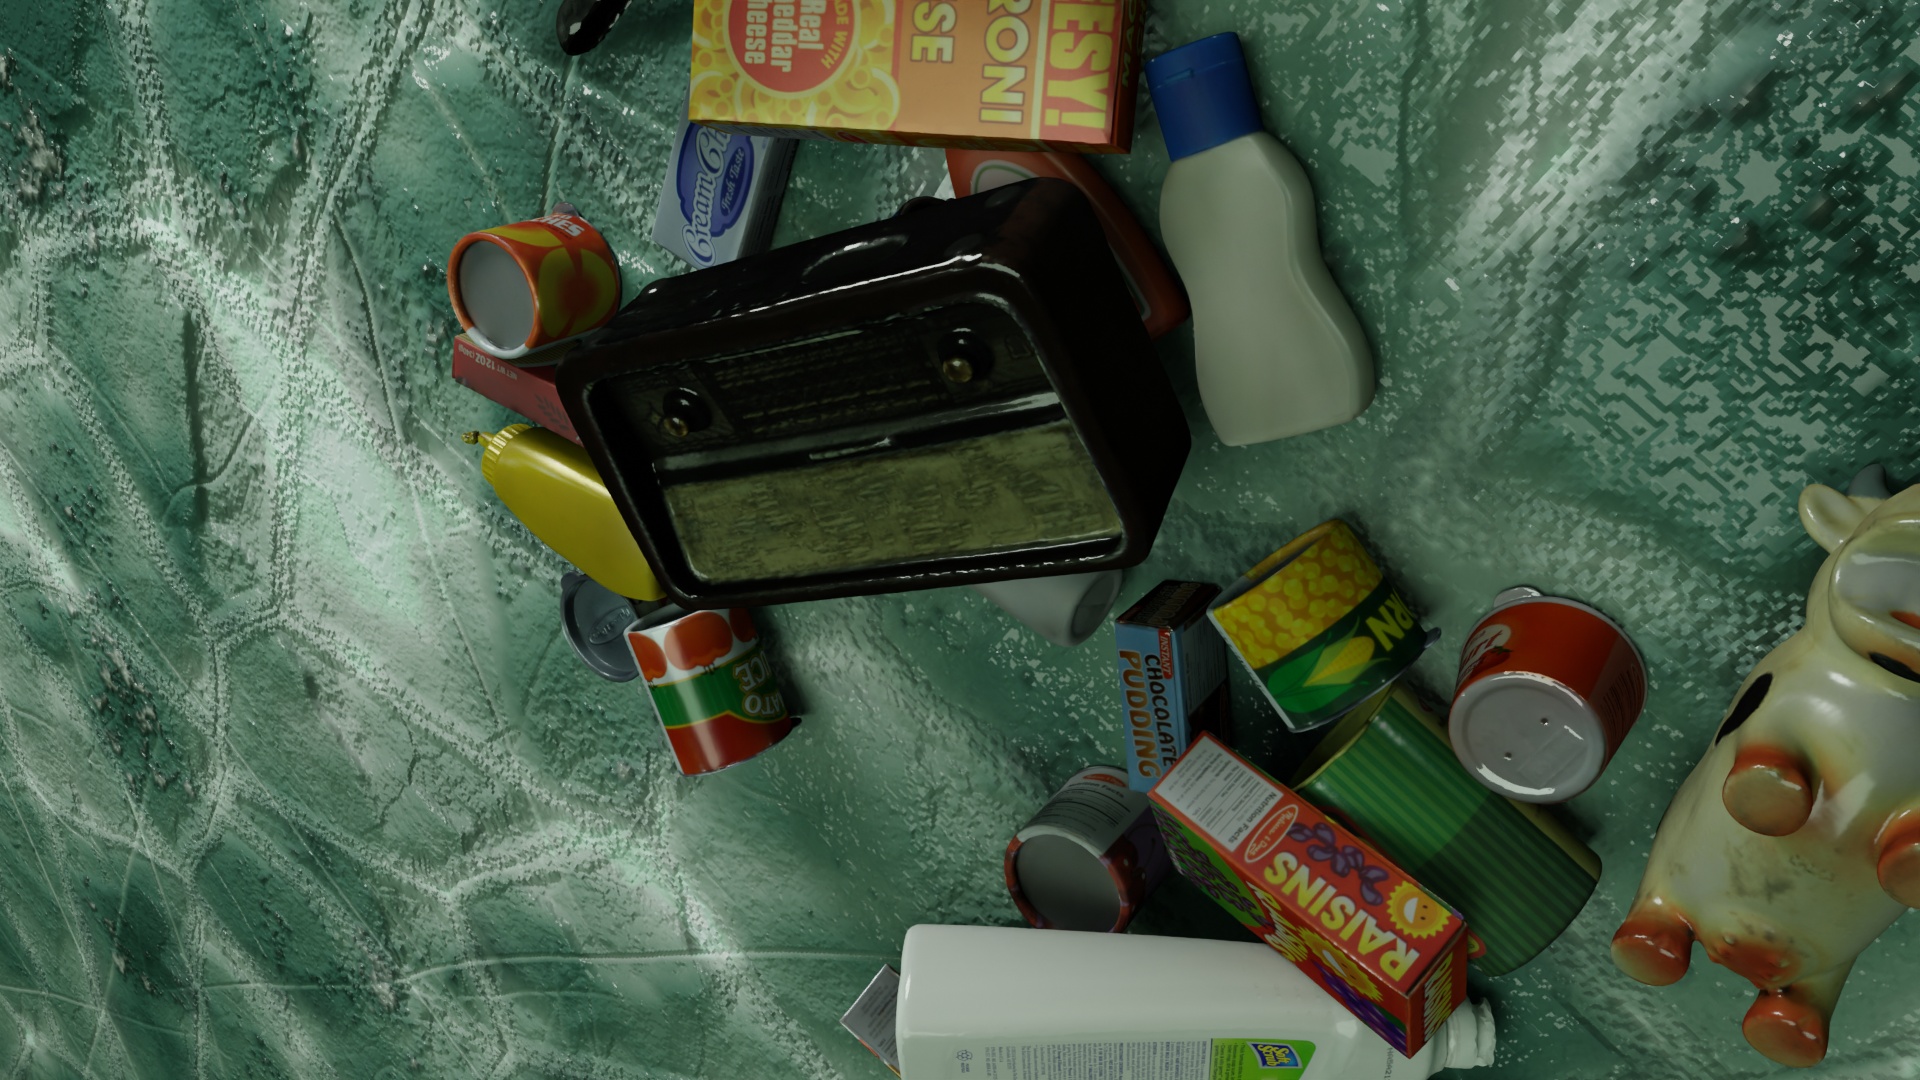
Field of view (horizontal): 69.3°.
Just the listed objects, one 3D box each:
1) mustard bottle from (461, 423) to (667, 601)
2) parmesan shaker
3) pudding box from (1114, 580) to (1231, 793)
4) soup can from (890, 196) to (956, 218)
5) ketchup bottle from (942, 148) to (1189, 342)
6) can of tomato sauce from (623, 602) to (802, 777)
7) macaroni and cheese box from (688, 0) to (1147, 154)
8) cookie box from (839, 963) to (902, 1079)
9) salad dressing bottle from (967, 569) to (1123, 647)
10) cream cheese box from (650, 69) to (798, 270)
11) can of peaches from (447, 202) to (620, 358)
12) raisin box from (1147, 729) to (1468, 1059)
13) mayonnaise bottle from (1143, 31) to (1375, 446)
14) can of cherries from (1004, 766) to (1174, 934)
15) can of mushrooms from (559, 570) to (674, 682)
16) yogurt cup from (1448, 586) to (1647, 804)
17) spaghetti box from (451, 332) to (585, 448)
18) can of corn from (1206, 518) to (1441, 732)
[{"bbox_3d":[-0.215,-0.027,0.765,0.160,0.049,0.065,30,123,20],"label":"mustard bottle"},{"bbox_3d":[0.189,0.112,0.547,0.103,0.071,0.071,43,127,10],"label":"parmesan shaker"},{"bbox_3d":[0.093,0.065,0.603,0.030,0.050,0.083,5,113,33],"label":"pudding box"},{"bbox_3d":[-0.026,-0.099,0.602,0.083,0.072,0.071,-35,89,39],"label":"soup can"},{"bbox_3d":[0.029,-0.136,0.562,0.064,0.044,0.149,-32,90,32],"label":"ketchup bottle"},{"bbox_3d":[-0.133,0.074,0.746,0.071,0.071,0.083,-12,102,36],"label":"can of tomato sauce"},{"bbox_3d":[-0.015,-0.211,0.517,0.166,0.040,0.123,7,100,14],"label":"macaroni and cheese box"},{"bbox_3d":[0.014,0.294,0.720,0.167,0.040,0.122,39,163,13],"label":"cookie box"},{"bbox_3d":[0.002,-0.008,0.627,0.148,0.064,0.044,33,106,26],"label":"salad dressing bottle"},{"bbox_3d":[-0.108,-0.174,0.647,0.053,0.024,0.103,35,125,16],"label":"cream cheese box"},{"bbox_3d":[-0.220,-0.134,0.717,0.071,0.058,0.071,14,118,28],"label":"can of peaches"},{"bbox_3d":[0.138,0.140,0.551,0.123,0.040,0.085,36,162,35],"label":"raisin box"},{"bbox_3d":[0.108,-0.112,0.523,0.064,0.041,0.147,-11,102,34],"label":"mayonnaise bottle"},{"bbox_3d":[0.063,0.152,0.655,0.071,0.059,0.071,13,116,28],"label":"can of cherries"},{"bbox_3d":[-0.194,0.042,0.792,0.071,0.033,0.070,14,118,28],"label":"can of mushrooms"},{"bbox_3d":[0.216,0.062,0.518,0.072,0.054,0.072,14,118,28],"label":"yogurt cup"},{"bbox_3d":[-0.154,-0.055,0.713,0.250,0.050,0.028,26,124,22],"label":"spaghetti box"},{"bbox_3d":[0.142,0.031,0.547,0.071,0.071,0.058,-37,88,38],"label":"can of corn"}]
